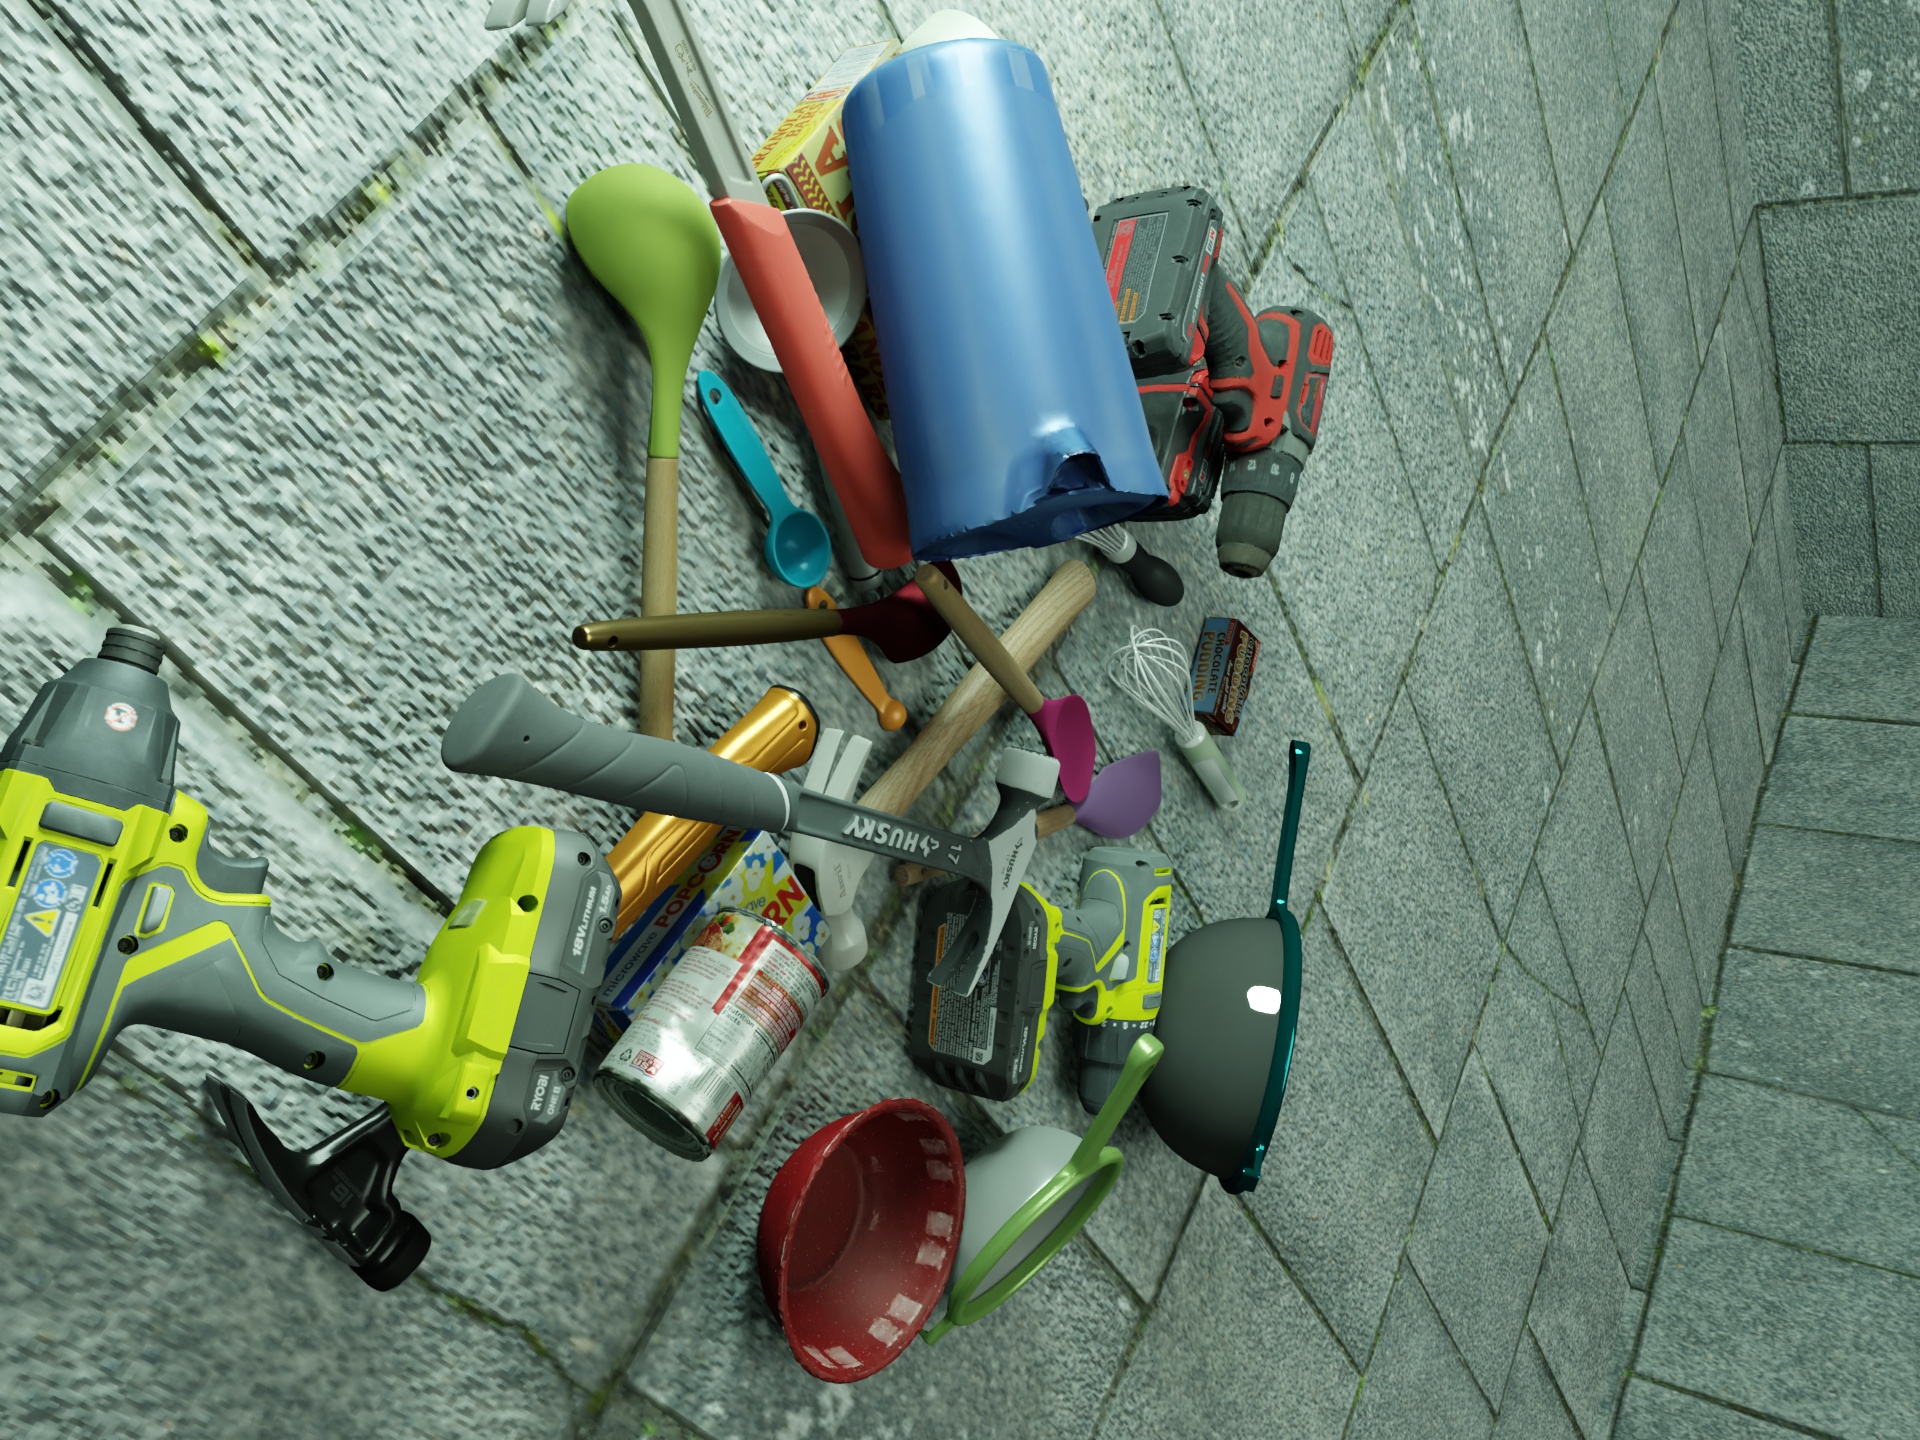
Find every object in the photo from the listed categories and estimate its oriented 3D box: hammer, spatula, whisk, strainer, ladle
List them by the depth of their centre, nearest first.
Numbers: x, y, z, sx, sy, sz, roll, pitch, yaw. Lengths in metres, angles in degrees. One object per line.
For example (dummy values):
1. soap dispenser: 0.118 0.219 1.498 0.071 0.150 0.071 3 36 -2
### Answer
1. hammer: -0.182 0.093 0.741 0.337 0.034 0.127 -49 131 -32
2. hammer: -0.091 -0.203 0.747 0.149 0.037 0.358 -64 147 -34
3. ladle: -0.154 -0.103 0.775 0.078 0.062 0.320 -14 113 -51
4. hammer: -0.084 0.049 0.796 0.408 0.036 0.149 21 85 -52
5. ladle: -0.084 -0.052 0.839 0.315 0.031 0.069 -10 125 -57
6. strainer: -0.077 -0.169 0.859 0.087 0.050 0.258 -25 124 -18
7. hammer: -0.002 -0.003 0.975 0.331 0.031 0.130 -49 144 -40
8. strainer: 0.049 0.271 0.996 0.151 0.069 0.256 -18 141 -48
9. whisk: 0.092 -0.130 1.073 0.284 0.070 0.070 30 71 -57
10. spatula: 0.059 0.072 1.086 0.316 0.018 0.060 -14 103 -52
11. strainer: 0.193 0.173 1.190 0.211 0.095 0.340 90 11 -80
12. whisk: 0.172 0.007 1.204 0.246 0.058 0.059 50 26 -48

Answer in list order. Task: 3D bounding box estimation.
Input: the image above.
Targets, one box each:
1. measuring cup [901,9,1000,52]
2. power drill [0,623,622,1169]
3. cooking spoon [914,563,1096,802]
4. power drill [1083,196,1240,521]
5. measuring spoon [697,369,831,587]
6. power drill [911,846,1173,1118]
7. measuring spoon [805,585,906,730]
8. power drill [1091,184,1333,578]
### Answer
1. measuring cup: 0.018 -0.322 0.918 0.038 0.083 0.167 -45 118 -23
2. power drill: -0.251 0.075 0.599 0.223 0.080 0.171 23 69 -33
3. cooking spoon: 0.036 -0.021 0.982 0.318 0.017 0.069 46 52 -60
4. power drill: 0.097 -0.236 1.051 0.219 0.078 0.143 34 67 -46
5. measuring spoon: -0.110 -0.127 0.845 0.042 0.021 0.128 -48 121 -37
6. power drill: 0.066 0.184 1.064 0.228 0.080 0.190 5 91 -55
7. measuring spoon: -0.059 -0.035 0.922 0.021 0.011 0.116 -59 137 -29
8. power drill: 0.160 -0.211 1.017 0.226 0.080 0.188 27 73 -48
